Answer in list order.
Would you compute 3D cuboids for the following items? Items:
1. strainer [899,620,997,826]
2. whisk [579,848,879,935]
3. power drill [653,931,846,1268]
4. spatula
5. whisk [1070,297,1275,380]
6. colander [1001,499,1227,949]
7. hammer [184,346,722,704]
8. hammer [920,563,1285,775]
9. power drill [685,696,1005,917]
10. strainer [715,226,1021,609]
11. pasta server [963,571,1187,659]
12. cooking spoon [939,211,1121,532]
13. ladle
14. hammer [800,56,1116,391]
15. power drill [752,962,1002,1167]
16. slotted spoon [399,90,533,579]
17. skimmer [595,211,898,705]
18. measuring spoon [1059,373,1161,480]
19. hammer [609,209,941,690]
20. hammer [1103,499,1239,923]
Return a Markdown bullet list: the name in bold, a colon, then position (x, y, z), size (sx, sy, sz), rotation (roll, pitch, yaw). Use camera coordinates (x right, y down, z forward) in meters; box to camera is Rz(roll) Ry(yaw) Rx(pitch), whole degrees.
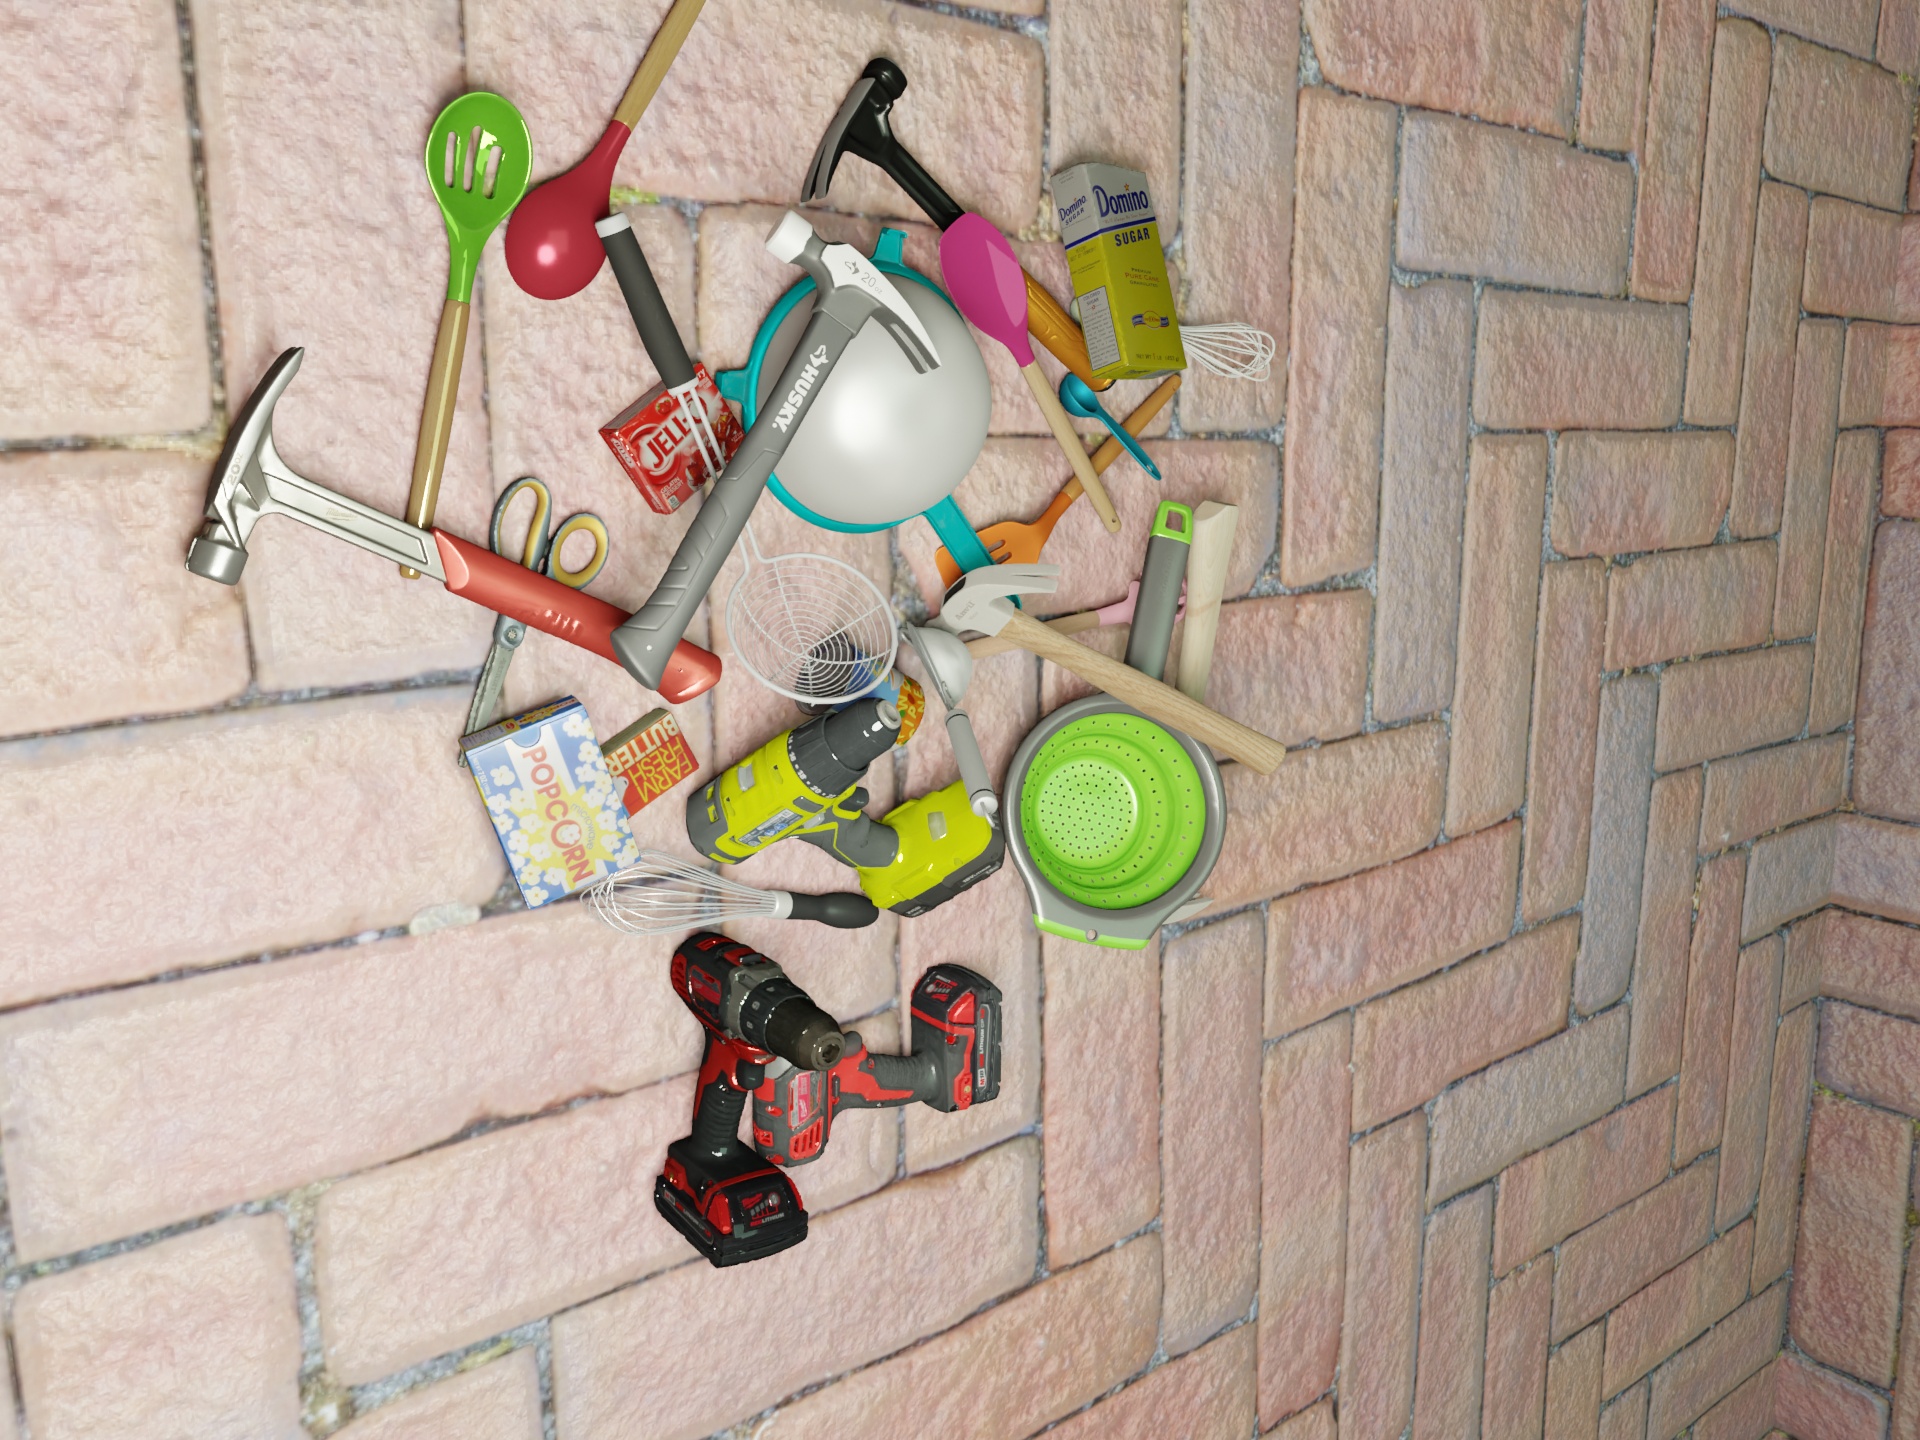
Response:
- **strainer**: position (-0.002, -0.004, 1.221), size (0.050, 0.259, 0.086), rotation (-21, 129, 3)
- **whisk**: position (-0.167, 0.140, 1.232), size (0.284, 0.070, 0.070), rotation (12, 91, -45)
- **power drill**: position (-0.155, 0.287, 1.186), size (0.080, 0.188, 0.226), rotation (-5, 106, -39)
- **spatula**: position (0.100, -0.212, 1.409), size (0.323, 0.041, 0.081), rotation (-48, 124, -28)
- **whisk**: position (0.196, -0.351, 1.449), size (0.246, 0.058, 0.059), rotation (4, 61, -36)
- **colander**: position (0.143, 0.001, 1.425), size (0.204, 0.094, 0.397), rotation (14, 83, -12)
- **hammer**: position (-0.307, -0.101, 1.052), size (0.358, 0.037, 0.149), rotation (25, 86, -39)
- **hammer**: position (0.135, -0.035, 1.334), size (0.331, 0.130, 0.031), rotation (26, 47, -18)
- **power drill**: position (-0.070, 0.067, 1.224), size (0.228, 0.190, 0.080), rotation (28, 40, -45)
- **strainer**: position (-0.021, -0.195, 1.240), size (0.211, 0.095, 0.340), rotation (-45, 124, -13)
- **pasta server**: position (0.095, -0.087, 1.428), size (0.316, 0.040, 0.060), rotation (-16, 109, -33)
- **cooking spoon**: position (0.066, -0.277, 1.321), size (0.069, 0.017, 0.318), rotation (-47, 127, -17)
- **ladle**: position (-0.221, -0.428, 1.093), size (0.069, 0.031, 0.315), rotation (34, 75, -40)
- **hammer**: position (0.017, -0.371, 1.291), size (0.336, 0.034, 0.127), rotation (36, 74, -36)
- **power drill**: position (-0.073, 0.276, 1.325), size (0.219, 0.079, 0.143), rotation (-7, 103, -36)
- **slotted spoon**: position (-0.333, -0.247, 1.033), size (0.070, 0.031, 0.314), rotation (7, 96, -40)
- **skimmer**: position (-0.154, -0.179, 1.112), size (0.127, 0.090, 0.363), rotation (-37, 118, -31)
- **measuring spoon**: position (0.130, -0.253, 1.406), size (0.128, 0.021, 0.042), rotation (43, 37, -20)
- **hammer**: position (-0.137, -0.170, 1.084), size (0.146, 0.035, 0.335), rotation (33, 77, -24)
- **hammer**: position (0.217, -0.002, 1.506), size (0.146, 0.038, 0.410), rotation (-3, 108, -41)
